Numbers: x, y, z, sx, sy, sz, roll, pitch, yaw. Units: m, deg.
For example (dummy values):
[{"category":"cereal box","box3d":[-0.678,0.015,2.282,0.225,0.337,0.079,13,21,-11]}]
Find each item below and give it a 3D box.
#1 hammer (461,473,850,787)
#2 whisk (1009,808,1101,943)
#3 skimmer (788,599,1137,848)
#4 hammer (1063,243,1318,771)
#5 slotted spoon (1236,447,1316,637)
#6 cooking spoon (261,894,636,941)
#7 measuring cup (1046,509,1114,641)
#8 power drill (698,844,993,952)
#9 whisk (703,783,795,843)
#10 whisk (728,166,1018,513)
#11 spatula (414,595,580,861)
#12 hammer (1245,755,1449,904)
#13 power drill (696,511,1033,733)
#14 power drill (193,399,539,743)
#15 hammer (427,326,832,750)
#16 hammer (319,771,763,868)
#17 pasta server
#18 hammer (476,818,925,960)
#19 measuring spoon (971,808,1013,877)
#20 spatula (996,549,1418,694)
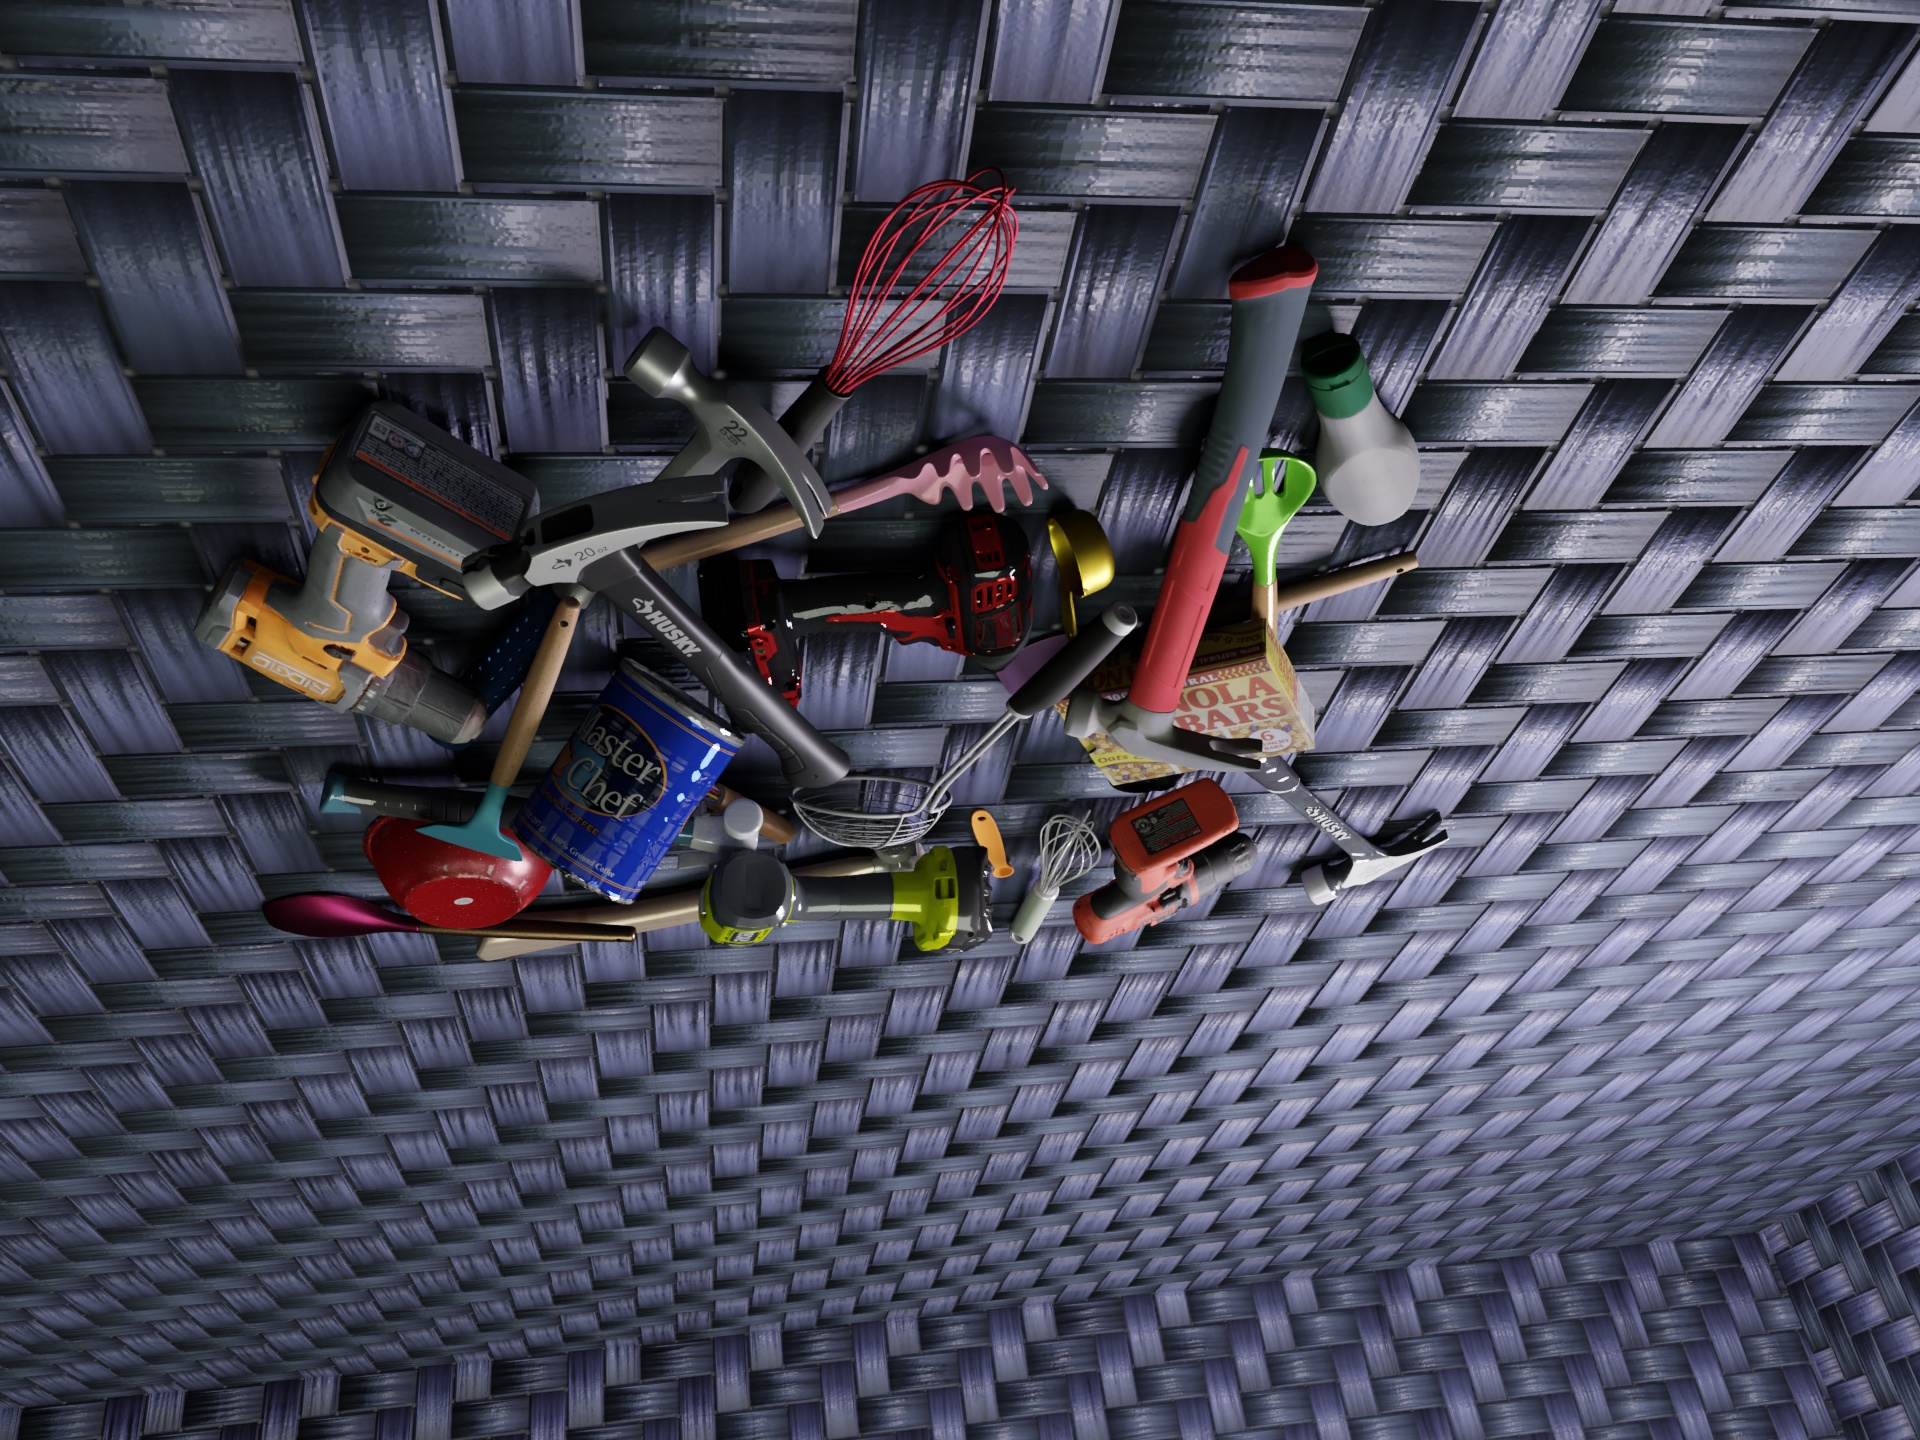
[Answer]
[{"category":"hammer","box3d":[-0.147,-0.037,0.982,0.146,0.035,0.334,-21,149,12]},{"category":"whisk","box3d":[0.081,0.150,1.468,0.058,0.059,0.246,31,148,7]},{"category":"skimmer","box3d":[-0.002,-0.004,1.153,0.127,0.090,0.363,-7,154,-40]},{"category":"hammer","box3d":[0.171,-0.116,1.011,0.143,0.038,0.386,13,134,2]},{"category":"slotted spoon","box3d":[0.213,-0.084,1.125,0.070,0.031,0.313,-8,143,5]},{"category":"cooking spoon","box3d":[-0.442,0.178,1.377,0.319,0.017,0.068,3,141,-2]},{"category":"measuring cup","box3d":[0.085,-0.092,1.098,0.029,0.062,0.156,-23,155,-5]},{"category":"power drill","box3d":[-0.101,0.152,1.307,0.228,0.080,0.190,1,164,-14]},{"category":"whisk","box3d":[-0.209,0.050,1.256,0.047,0.051,0.244,-3,157,31]},{"category":"whisk","box3d":[-0.060,-0.200,0.888,0.073,0.073,0.295,14,146,-30]},{"category":"spatula","box3d":[-0.309,0.016,1.094,0.082,0.044,0.317,20,134,-17]},{"category":"hammer","box3d":[0.293,0.060,1.384,0.149,0.036,0.408,-27,142,24]},{"category":"power drill","box3d":[-0.058,-0.064,1.081,0.219,0.079,0.143,-11,148,-2]},{"category":"power drill","box3d":[-0.341,-0.073,0.974,0.185,0.084,0.226,31,135,-27]},{"category":"hammer","box3d":[-0.239,-0.081,1.015,0.144,0.035,0.405,38,133,-19]},{"category":"hammer","box3d":[-0.322,0.073,1.225,0.331,0.033,0.128,7,161,-9]},{"category":"pasta server","box3d":[-0.101,-0.124,1.011,0.316,0.040,0.060,-15,163,12]},{"category":"hammer","box3d":[-0.230,0.169,1.430,0.410,0.038,0.146,-11,148,4]},{"category":"measuring spoon","box3d":[0.028,0.108,1.421,0.021,0.011,0.116,-13,143,7]},{"category":"spatula","box3d":[0.177,-0.074,1.169,0.316,0.018,0.059,-16,144,12]}]
